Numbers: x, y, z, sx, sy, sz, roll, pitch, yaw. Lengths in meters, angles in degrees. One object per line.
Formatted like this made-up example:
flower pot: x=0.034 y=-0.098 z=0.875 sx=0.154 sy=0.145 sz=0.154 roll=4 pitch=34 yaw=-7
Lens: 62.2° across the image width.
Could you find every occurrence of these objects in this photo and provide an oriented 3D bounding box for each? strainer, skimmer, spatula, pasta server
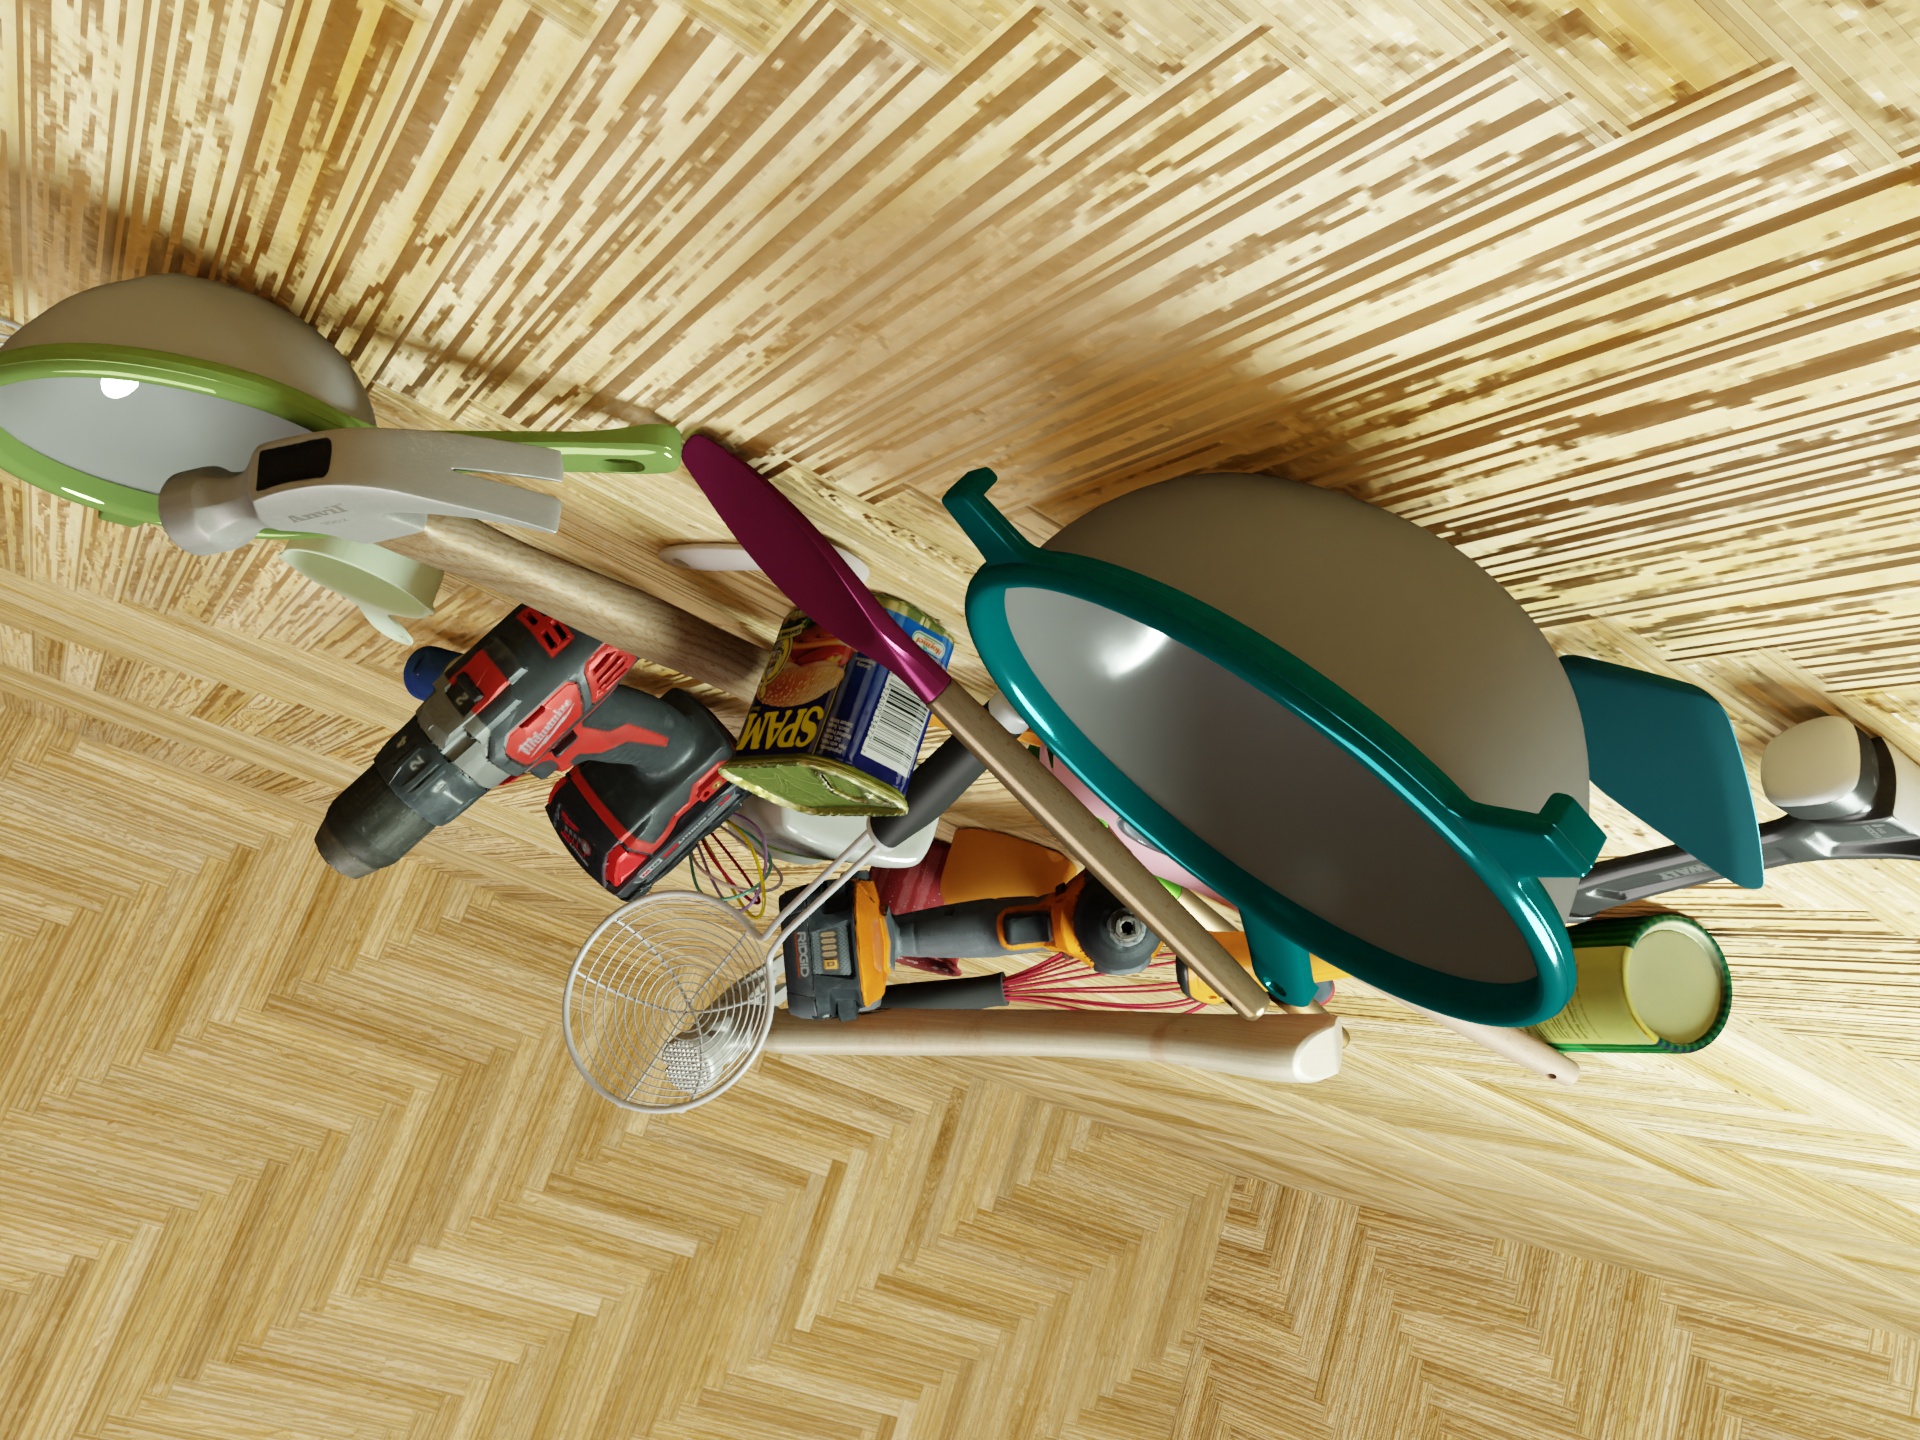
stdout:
strainer: x=-0.231 y=-0.124 z=0.591 sx=0.256 sy=0.069 sz=0.151 roll=0 pitch=165 yaw=0
skimmer: x=-0.094 y=0.091 z=0.830 sx=0.090 sy=0.127 sz=0.363 roll=-4 pitch=150 yaw=-43
spatula: x=0.134 y=-0.001 z=0.596 sx=0.318 sy=0.044 sz=0.082 roll=6 pitch=136 yaw=43
strainer: x=0.124 y=0.019 z=0.541 sx=0.211 sy=0.095 sz=0.340 roll=33 pitch=168 yaw=25
pasta server: x=0.171 y=0.097 z=0.764 sx=0.316 sy=0.040 sz=0.060 roll=29 pitch=150 yaw=-12

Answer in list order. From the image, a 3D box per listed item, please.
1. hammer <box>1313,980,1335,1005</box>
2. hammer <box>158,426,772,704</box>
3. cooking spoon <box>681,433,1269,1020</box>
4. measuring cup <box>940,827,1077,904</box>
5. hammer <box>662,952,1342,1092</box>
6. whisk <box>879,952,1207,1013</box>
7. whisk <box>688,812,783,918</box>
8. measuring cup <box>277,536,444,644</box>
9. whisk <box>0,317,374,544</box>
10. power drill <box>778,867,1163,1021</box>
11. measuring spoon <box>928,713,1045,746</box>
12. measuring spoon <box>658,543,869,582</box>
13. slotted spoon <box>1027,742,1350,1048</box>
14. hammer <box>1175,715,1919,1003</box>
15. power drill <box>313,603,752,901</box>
hammer: x=0.197 y=0.119 z=0.935 sx=0.143 sy=0.038 sz=0.386 roll=17 pitch=164 yaw=11
hammer: x=-0.155 y=-0.051 z=0.676 sx=0.130 sy=0.031 sz=0.331 roll=-8 pitch=165 yaw=24
cooking spoon: x=0.010 y=0.006 z=0.619 sx=0.318 sy=0.017 sz=0.069 roll=45 pitch=161 yaw=-9
measuring cup: x=0.062 y=0.130 z=1.093 sx=0.173 sy=0.052 sz=0.095 roll=30 pitch=161 yaw=-30
hammer: x=0.027 y=0.188 z=0.983 sx=0.411 sy=0.038 sz=0.146 roll=-3 pitch=-166 yaw=22
whisk: x=0.049 y=0.179 z=1.076 sx=0.296 sy=0.073 sz=0.073 roll=-11 pitch=157 yaw=11
whisk: x=-0.172 y=0.066 z=1.028 sx=0.245 sy=0.051 sz=0.047 roll=35 pitch=159 yaw=57
measuring cup: x=-0.310 y=-0.076 z=0.859 sx=0.083 sy=0.038 sz=0.167 roll=20 pitch=166 yaw=-5
whisk: x=-0.355 y=-0.124 z=0.743 sx=0.246 sy=0.059 sz=0.058 roll=19 pitch=-159 yaw=-17
power drill: x=0.010 y=0.126 z=0.946 sx=0.226 sy=0.084 sz=0.164 roll=-6 pitch=176 yaw=-1
measuring spoon: x=-0.001 y=-0.003 z=0.810 sx=0.117 sy=0.011 sz=0.021 roll=11 pitch=162 yaw=36
measuring spoon: x=-0.090 y=-0.064 z=0.683 sx=0.124 sy=0.018 sz=0.034 roll=6 pitch=160 yaw=40
slotted spoon: x=0.132 y=0.110 z=0.883 sx=0.313 sy=0.031 sz=0.070 roll=41 pitch=179 yaw=-32
hammer: x=0.221 y=0.078 z=0.643 sx=0.127 sy=0.034 sz=0.337 roll=28 pitch=148 yaw=-30
power drill: x=-0.223 y=0.030 z=0.862 sx=0.080 sy=0.188 sz=0.226 roll=46 pitch=177 yaw=22
